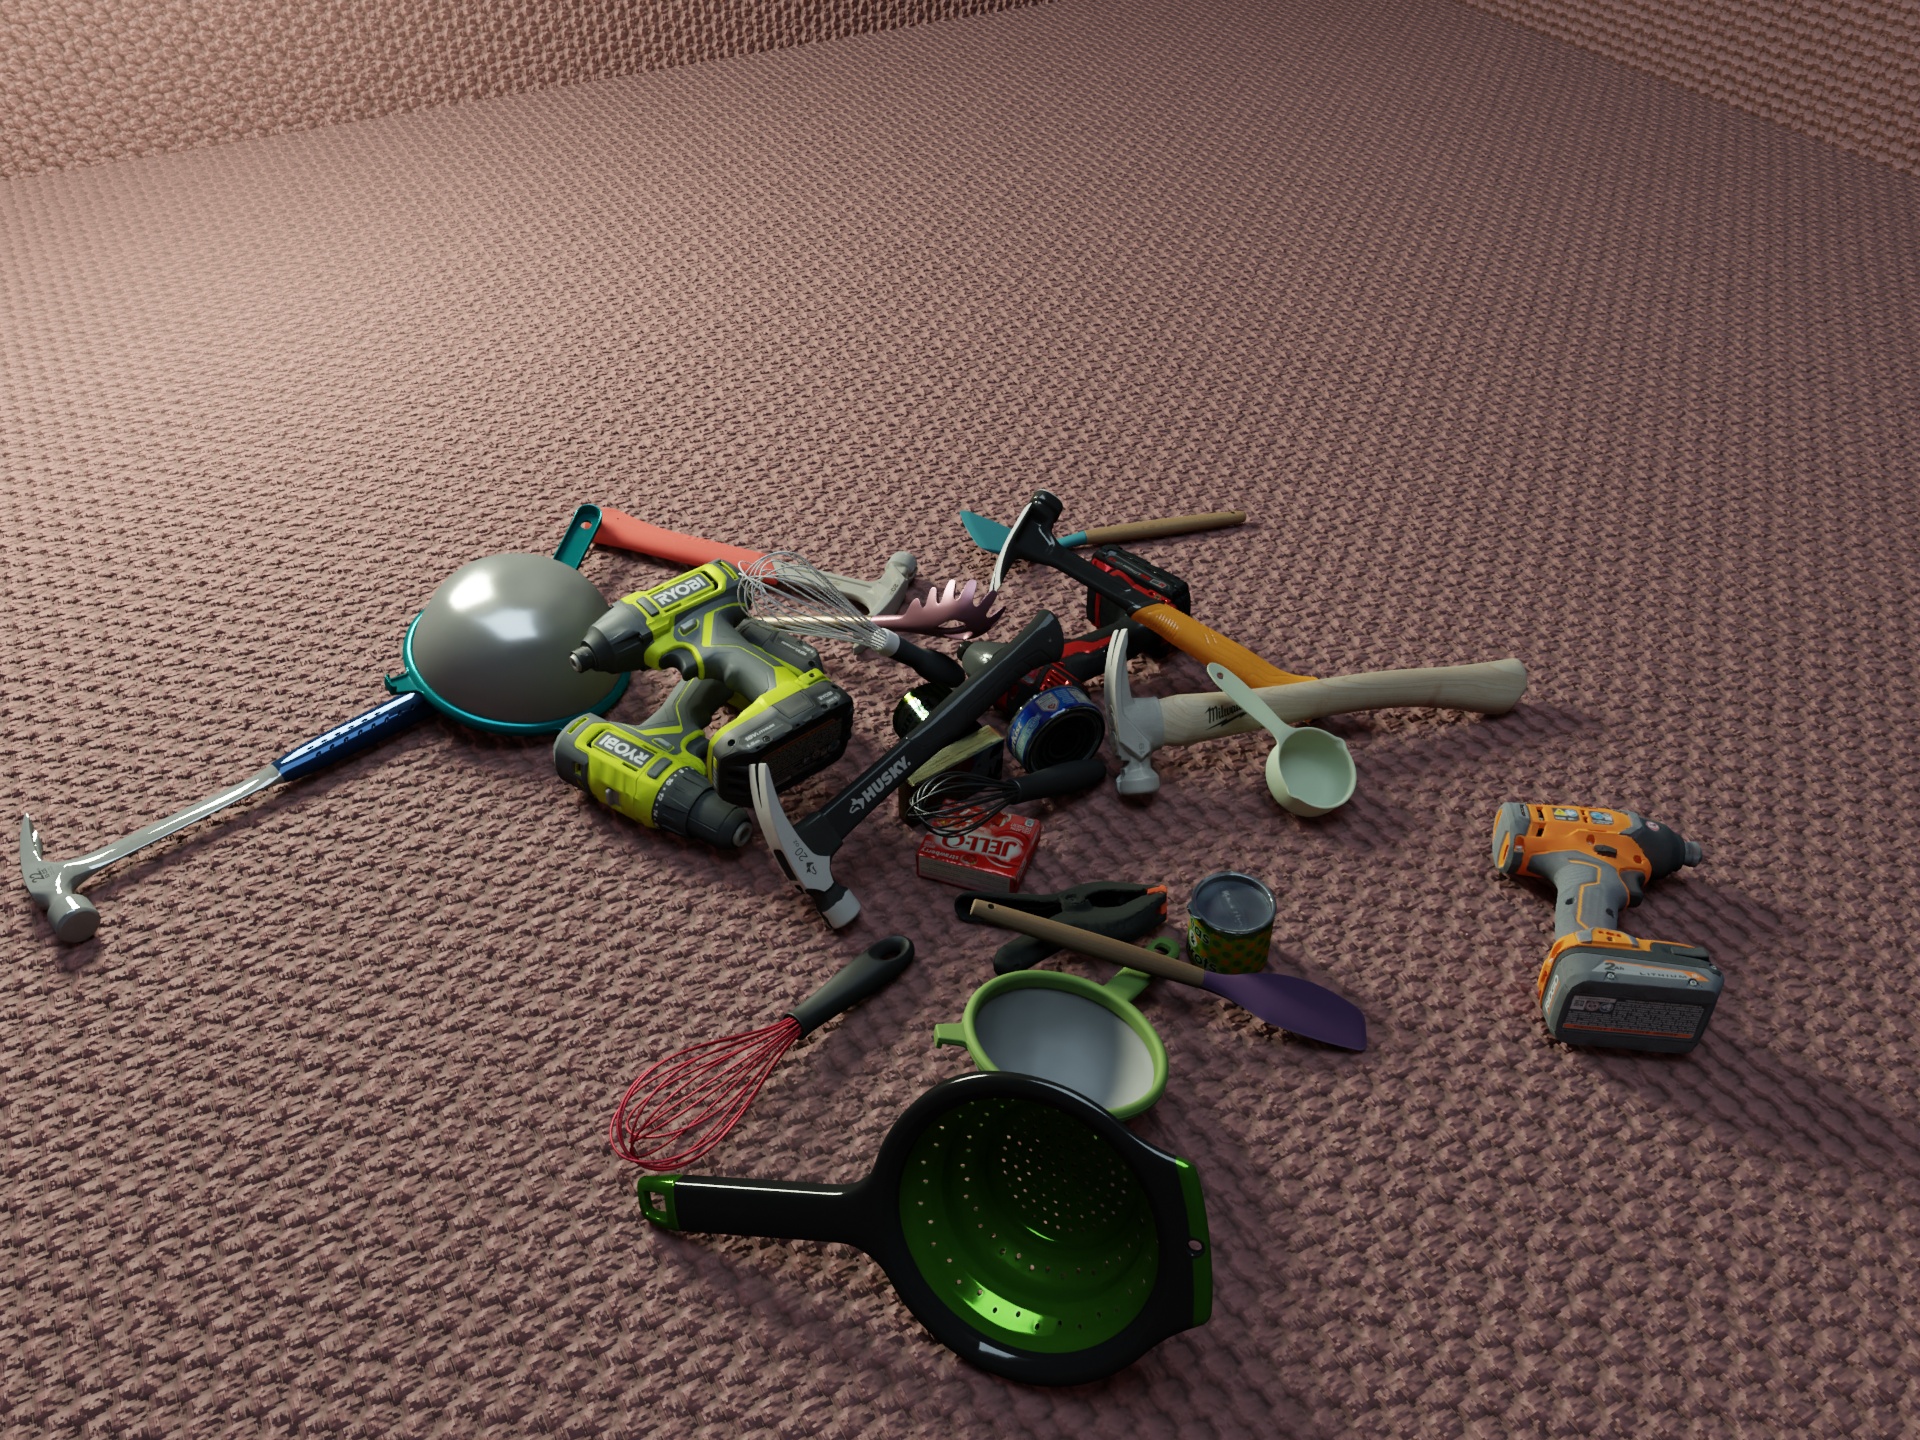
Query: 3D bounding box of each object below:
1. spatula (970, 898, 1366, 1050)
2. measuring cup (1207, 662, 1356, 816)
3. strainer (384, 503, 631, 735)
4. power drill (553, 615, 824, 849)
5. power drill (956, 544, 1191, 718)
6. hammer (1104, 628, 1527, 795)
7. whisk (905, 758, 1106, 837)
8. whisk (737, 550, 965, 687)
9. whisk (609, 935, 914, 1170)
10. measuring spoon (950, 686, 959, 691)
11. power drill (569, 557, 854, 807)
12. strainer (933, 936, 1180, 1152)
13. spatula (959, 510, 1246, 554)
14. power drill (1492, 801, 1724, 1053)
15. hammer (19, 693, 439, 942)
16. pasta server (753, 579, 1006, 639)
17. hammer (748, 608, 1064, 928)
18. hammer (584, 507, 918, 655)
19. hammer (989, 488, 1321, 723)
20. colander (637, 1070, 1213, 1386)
[{"bbox_3d":[0.159,0.187,1.209,0.316,0.018,0.060,17,37,-3],"label":"spatula"},{"bbox_3d":[0.272,0.016,1.398,0.167,0.038,0.083,45,61,8],"label":"measuring cup"},{"bbox_3d":[-0.402,-0.133,1.537,0.211,0.095,0.341,15,43,-4],"label":"strainer"},{"bbox_3d":[-0.221,0.012,1.422,0.191,0.080,0.228,25,48,20],"label":"power drill"},{"bbox_3d":[0.108,-0.076,1.528,0.143,0.078,0.220,32,53,32],"label":"power drill"},{"bbox_3d":[0.328,-0.029,1.447,0.410,0.146,0.038,-7,3,-15],"label":"hammer"},{"bbox_3d":[0.046,0.058,1.346,0.239,0.055,0.055,-11,37,-45],"label":"whisk"},{"bbox_3d":[-0.088,-0.079,1.403,0.284,0.070,0.070,25,18,-45],"label":"whisk"},{"bbox_3d":[-0.136,0.237,1.174,0.073,0.073,0.296,29,41,30],"label":"whisk"},{"bbox_3d":[-0.002,-0.005,1.492,0.034,0.018,0.124,-5,47,-16],"label":"measuring spoon"},{"bbox_3d":[-0.213,-0.035,1.366,0.171,0.080,0.223,-30,58,-31],"label":"power drill"},{"bbox_3d":[0.095,0.236,1.179,0.151,0.069,0.256,28,30,22],"label":"strainer"},{"bbox_3d":[0.159,-0.208,1.706,0.317,0.044,0.082,-9,38,-12],"label":"spatula"},{"bbox_3d":[0.522,0.152,1.256,0.164,0.084,0.227,4,37,4],"label":"power drill"},{"bbox_3d":[-0.618,0.048,1.407,0.405,0.035,0.144,-32,50,-32],"label":"hammer"},{"bbox_3d":[-0.100,-0.098,1.510,0.316,0.060,0.040,2,55,34],"label":"pasta server"},{"bbox_3d":[-0.031,0.012,1.335,0.335,0.146,0.035,-42,17,-26],"label":"hammer"},{"bbox_3d":[-0.233,-0.159,1.654,0.359,0.036,0.149,15,42,16],"label":"hammer"},{"bbox_3d":[0.190,-0.086,1.474,0.337,0.034,0.127,29,59,-2],"label":"hammer"},{"bbox_3d":[-0.023,0.310,1.044,0.397,0.204,0.094,-3,9,22],"label":"colander"}]
